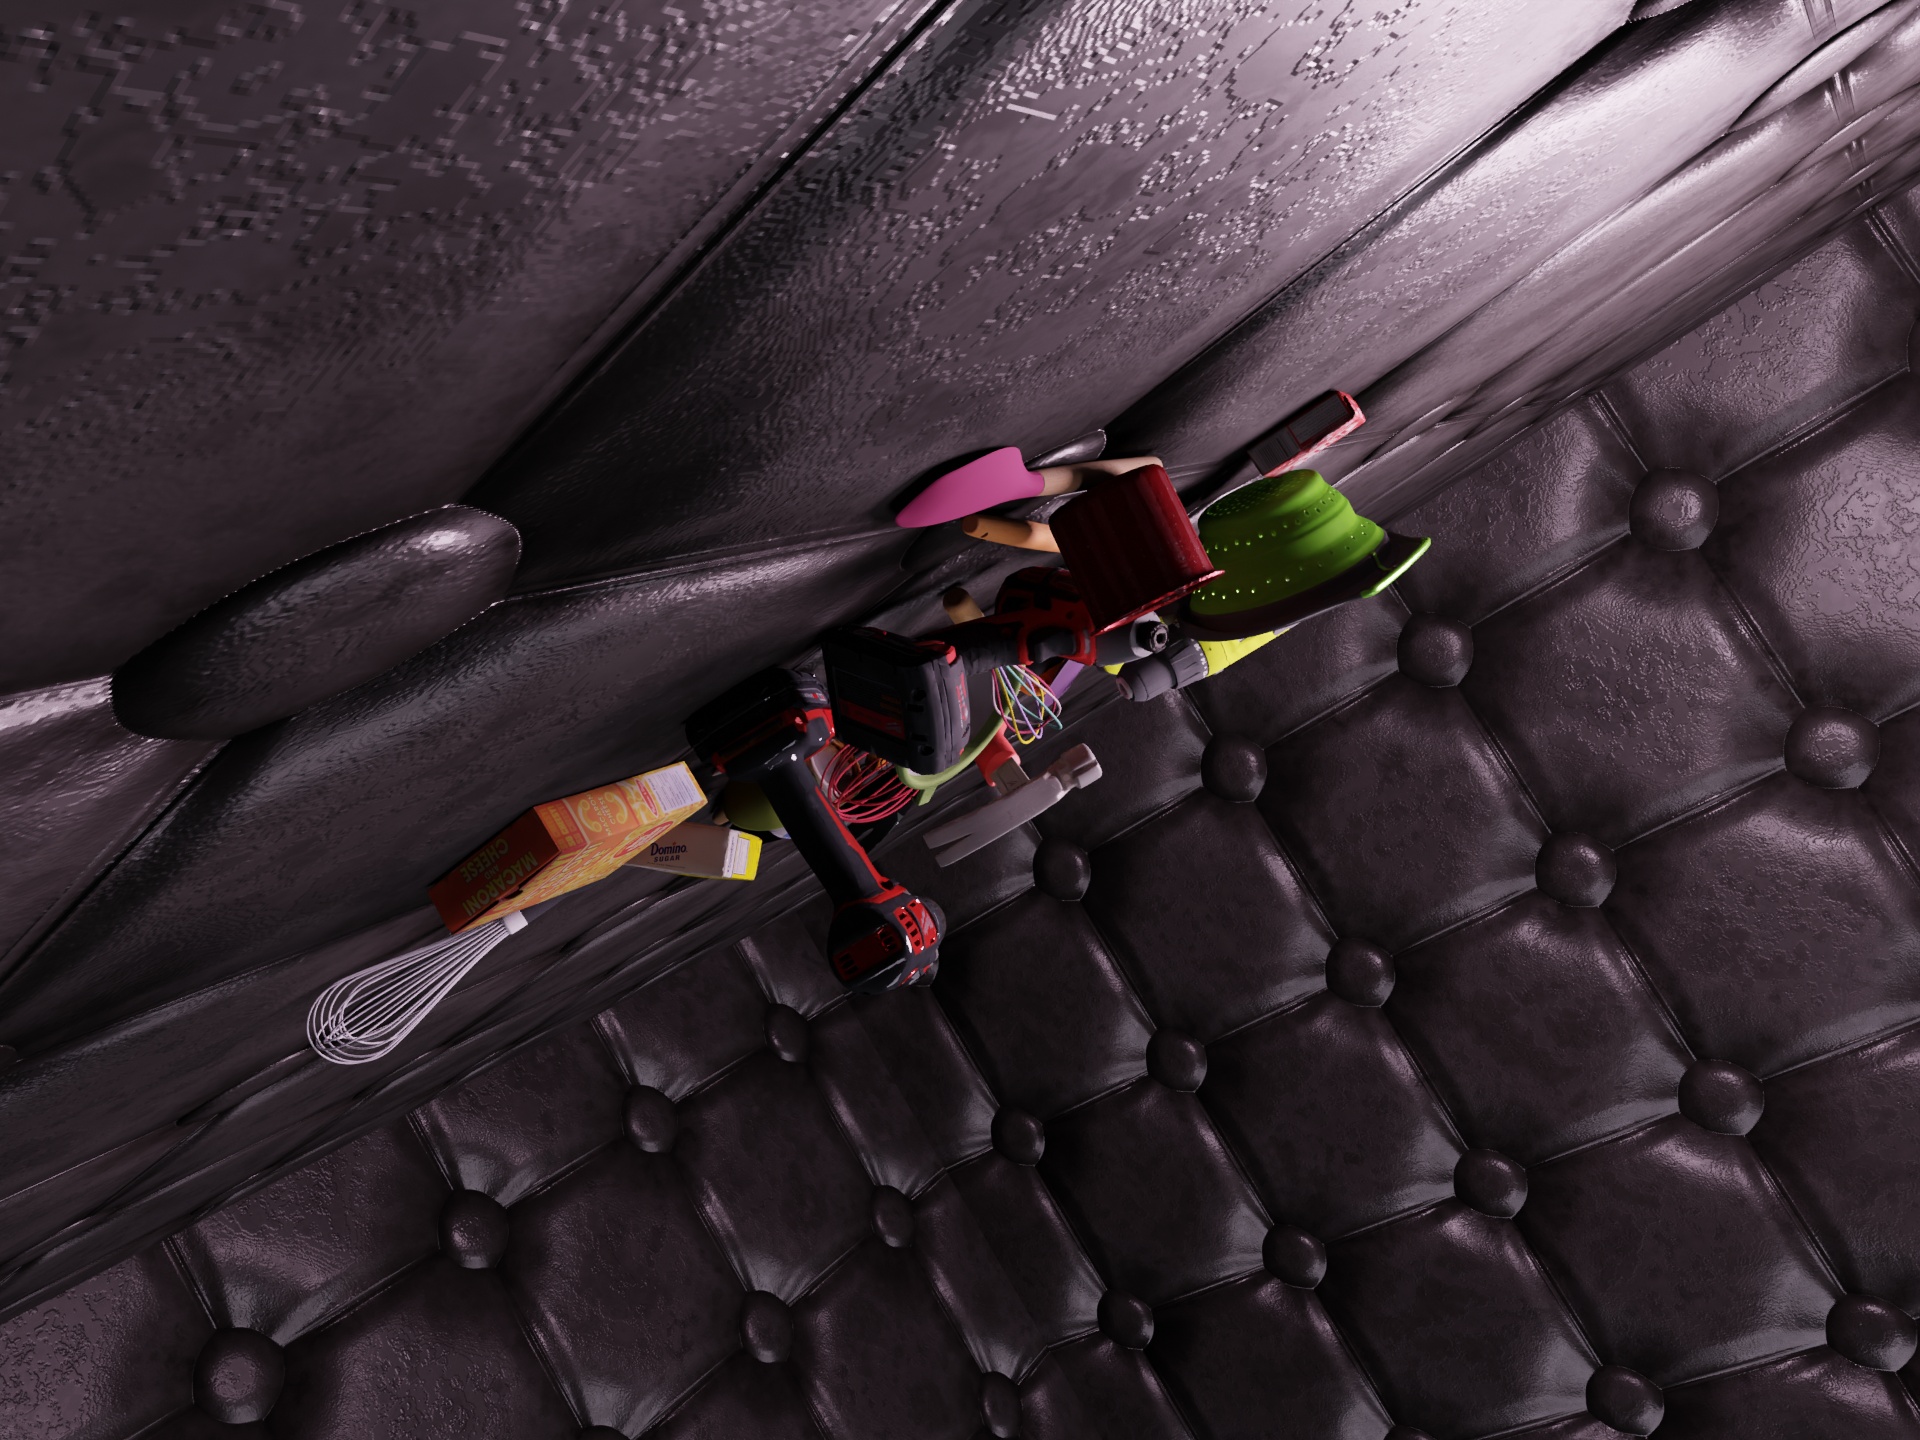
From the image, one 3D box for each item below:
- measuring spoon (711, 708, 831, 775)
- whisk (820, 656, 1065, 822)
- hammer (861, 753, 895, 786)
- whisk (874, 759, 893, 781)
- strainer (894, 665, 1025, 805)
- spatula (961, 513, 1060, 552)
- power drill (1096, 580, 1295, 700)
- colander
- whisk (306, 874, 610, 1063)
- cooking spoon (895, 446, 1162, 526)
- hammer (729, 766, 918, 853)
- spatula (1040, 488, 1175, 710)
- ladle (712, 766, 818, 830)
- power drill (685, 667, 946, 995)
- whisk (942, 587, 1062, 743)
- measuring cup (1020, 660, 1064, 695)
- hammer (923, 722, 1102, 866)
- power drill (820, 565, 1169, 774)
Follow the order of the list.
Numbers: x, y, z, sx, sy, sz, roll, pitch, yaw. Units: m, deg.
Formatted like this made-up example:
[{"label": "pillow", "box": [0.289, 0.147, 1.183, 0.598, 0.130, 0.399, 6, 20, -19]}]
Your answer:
[{"label": "measuring spoon", "box": [-0.154, 0.014, 1.285, 0.124, 0.018, 0.034, -26, 173, 20]}, {"label": "whisk", "box": [-0.002, -0.004, 1.400, 0.296, 0.073, 0.073, -36, 176, -21]}, {"label": "hammer", "box": [-0.094, 0.041, 1.709, 0.127, 0.034, 0.337, -31, 174, -12]}, {"label": "whisk", "box": [-0.068, 0.061, 1.633, 0.055, 0.055, 0.239, -30, 178, -14]}, {"label": "strainer", "box": [0.015, -0.059, 1.317, 0.256, 0.069, 0.151, -47, 155, -17]}, {"label": "spatula", "box": [0.064, -0.132, 1.098, 0.081, 0.041, 0.322, -32, 170, 21]}, {"label": "power drill", "box": [0.205, -0.086, 1.555, 0.190, 0.080, 0.229, -30, -165, -12]}, {"label": "colander", "box": [0.216, -0.147, 1.424, 0.397, 0.094, 0.204, -7, -156, 49]}, {"label": "whisk", "box": [-0.387, 0.175, 1.268, 0.284, 0.070, 0.070, -34, 176, -19]}, {"label": "cooking spoon", "box": [0.056, -0.144, 0.953, 0.068, 0.017, 0.319, -38, 172, 31]}, {"label": "hammer", "box": [-0.138, 0.089, 1.549, 0.331, 0.033, 0.128, -19, -144, 52]}, {"label": "spatula", "box": [0.123, -0.096, 1.360, 0.060, 0.018, 0.315, -40, 166, -32]}, {"label": "ladle", "box": [-0.186, 0.078, 1.383, 0.078, 0.062, 0.320, -23, 177, -18]}, {"label": "power drill", "box": [-0.084, 0.081, 1.109, 0.080, 0.227, 0.188, -32, 174, 8]}, {"label": "whisk", "box": [0.032, -0.039, 1.241, 0.047, 0.051, 0.244, -46, 152, -4]}, {"label": "measuring cup", "box": [0.052, -0.034, 1.502, 0.173, 0.052, 0.095, -47, 164, 4]}, {"label": "hammer", "box": [0.025, 0.042, 1.416, 0.149, 0.036, 0.359, -29, -169, -1]}, {"label": "power drill", "box": [0.028, -0.044, 1.069, 0.219, 0.078, 0.143, -24, -152, -34]}]
